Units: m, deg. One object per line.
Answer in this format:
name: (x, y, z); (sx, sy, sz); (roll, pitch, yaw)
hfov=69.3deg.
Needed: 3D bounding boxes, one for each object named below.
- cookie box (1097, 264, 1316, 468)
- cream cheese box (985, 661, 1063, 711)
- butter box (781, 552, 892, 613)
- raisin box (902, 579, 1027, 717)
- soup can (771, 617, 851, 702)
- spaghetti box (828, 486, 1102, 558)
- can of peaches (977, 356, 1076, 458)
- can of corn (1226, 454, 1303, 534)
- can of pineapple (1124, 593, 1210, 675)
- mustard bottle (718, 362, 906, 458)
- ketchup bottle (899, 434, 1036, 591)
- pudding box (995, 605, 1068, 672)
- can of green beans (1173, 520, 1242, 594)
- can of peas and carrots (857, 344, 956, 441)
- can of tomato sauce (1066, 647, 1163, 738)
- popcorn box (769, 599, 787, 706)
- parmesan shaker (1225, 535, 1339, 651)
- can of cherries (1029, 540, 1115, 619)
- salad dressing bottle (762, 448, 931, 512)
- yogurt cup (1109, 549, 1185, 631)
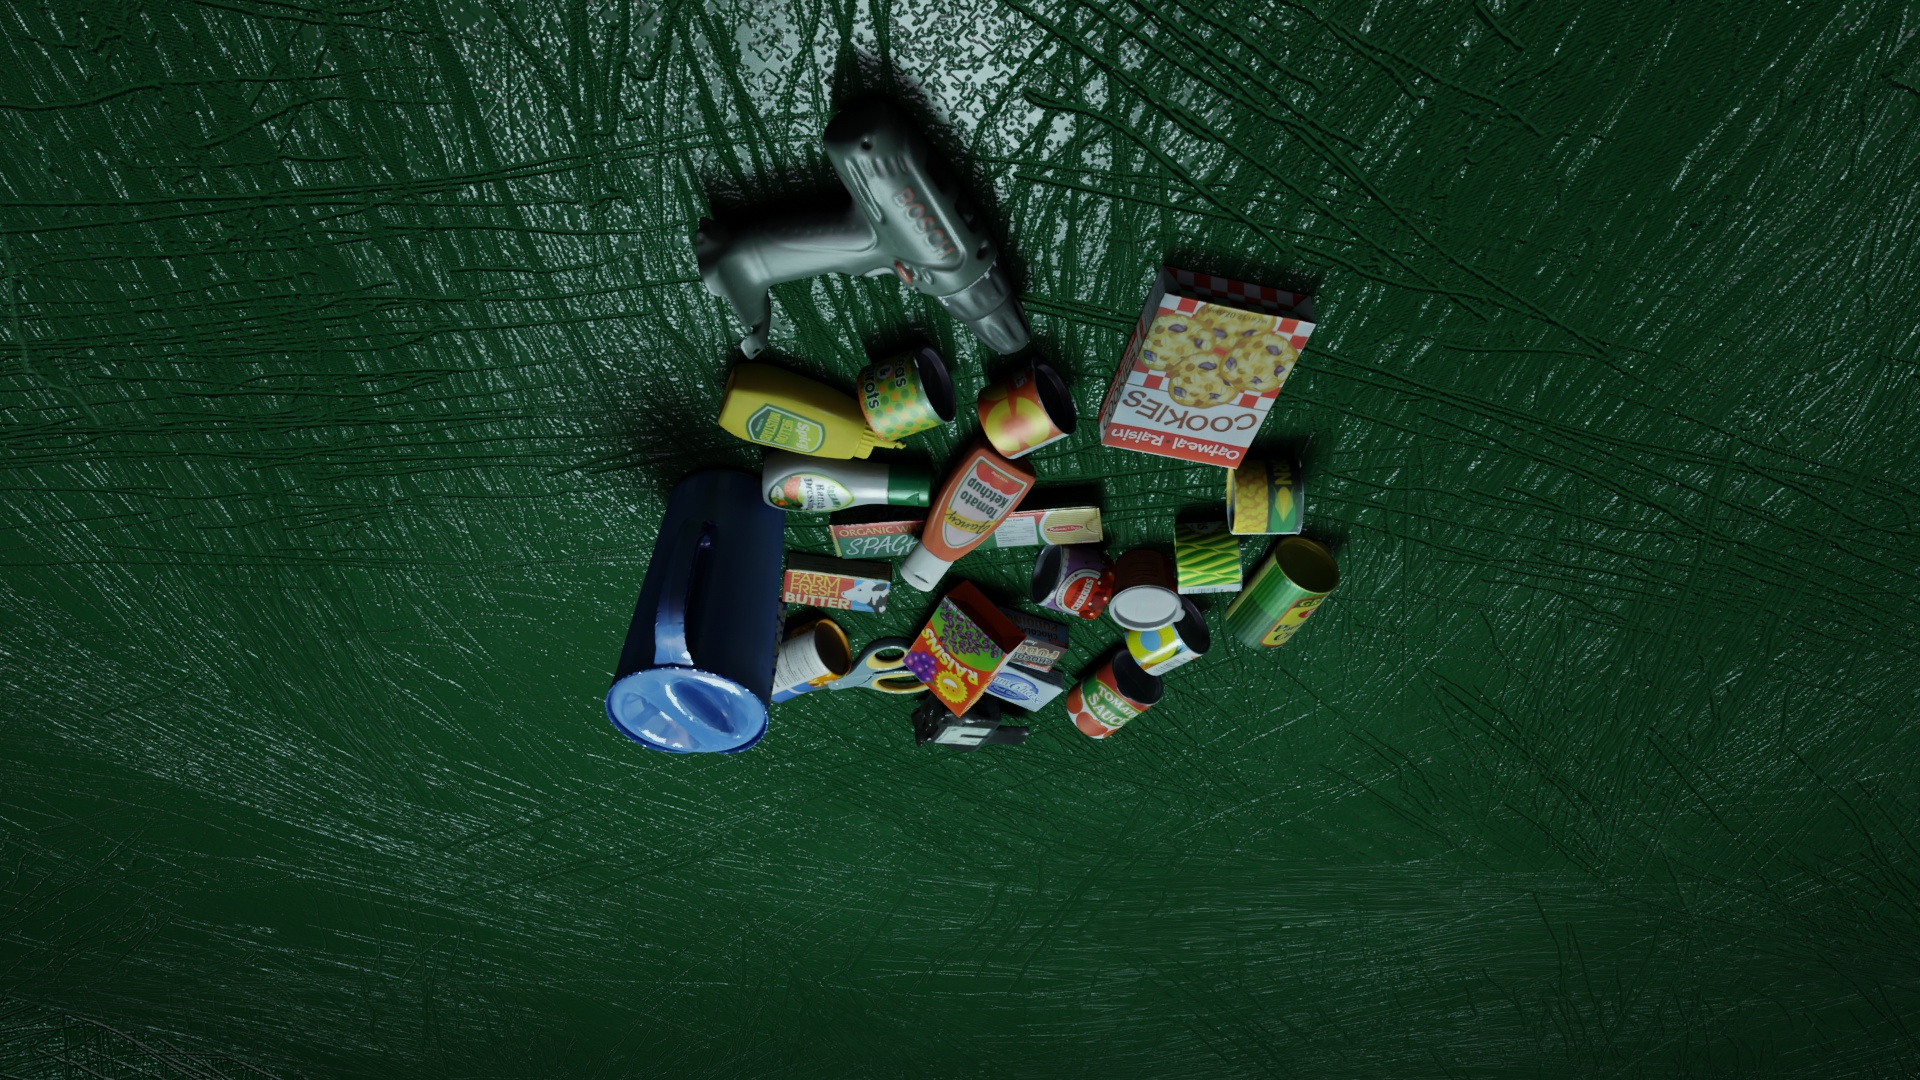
cookie box: (0.195, -0.136, 1.124); (0.123, 0.040, 0.166); (10, 138, -8)
cream cheese box: (0.053, 0.144, 1.472); (0.104, 0.024, 0.053); (24, 134, -24)
butter box: (-0.121, 0.042, 1.360); (0.103, 0.024, 0.052); (7, 139, -6)
raisin box: (0.002, 0.110, 1.390); (0.086, 0.040, 0.122); (43, 136, 10)
soup can: (-0.162, 0.122, 1.427); (0.083, 0.072, 0.071); (-23, 133, 26)
spaghetti box: (0.005, -0.016, 1.282); (0.250, 0.029, 0.050); (-4, 139, 7)
can of peaches: (0.053, -0.109, 1.144); (0.058, 0.071, 0.071); (-23, 133, 28)
can of corn: (0.266, -0.040, 1.214); (0.058, 0.071, 0.070); (-1, 139, 4)
can of pineapple: (0.203, 0.091, 1.372); (0.057, 0.071, 0.071); (-31, 129, 33)
mustard bottle: (-0.121, -0.101, 1.172); (0.160, 0.049, 0.065); (15, 139, -14)
ketchup bottle: (0.001, -0.020, 1.231); (0.064, 0.044, 0.148); (31, 113, -15)
pudding box: (0.063, 0.101, 1.415); (0.084, 0.030, 0.049); (18, 138, -17)
can of green beans: (0.227, 0.015, 1.279); (0.058, 0.071, 0.071); (-3, 139, 8)
can of peas and carrots: (-0.045, -0.121, 1.132); (0.058, 0.071, 0.070); (-17, 136, 22)
can of tomato sauce: (0.159, 0.162, 1.451); (0.071, 0.071, 0.082); (24, 136, -23)
popcorn box: (-0.223, 0.107, 1.362); (0.085, 0.127, 0.038); (22, 139, -21)
parmesan shaker: (0.306, 0.051, 1.320); (0.071, 0.072, 0.102); (13, 139, -13)
can of cherries: (0.106, 0.038, 1.308); (0.058, 0.072, 0.071); (18, 137, -18)
salad dressing bottle: (-0.100, -0.052, 1.234); (0.148, 0.044, 0.064); (2, 138, 0)
yogurt cup: (0.175, 0.046, 1.327); (0.072, 0.054, 0.072); (1, 139, 1)
